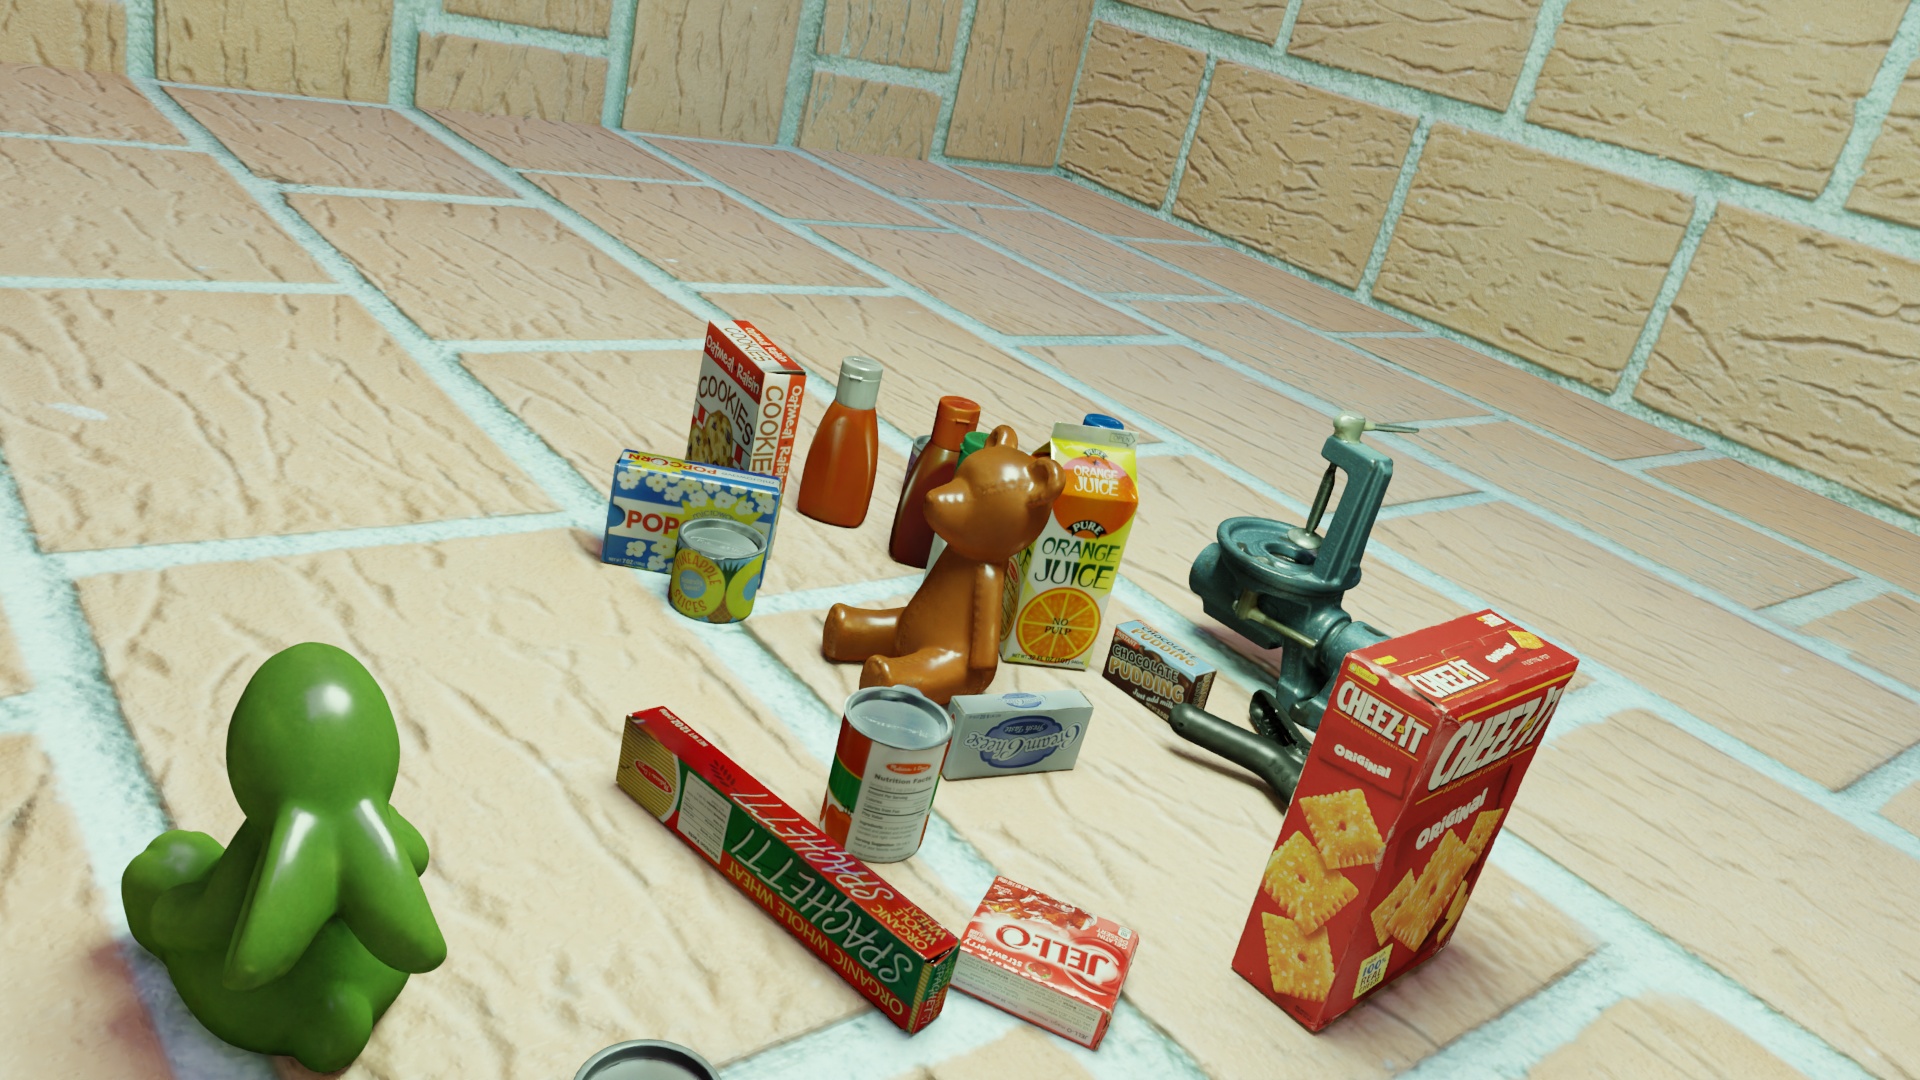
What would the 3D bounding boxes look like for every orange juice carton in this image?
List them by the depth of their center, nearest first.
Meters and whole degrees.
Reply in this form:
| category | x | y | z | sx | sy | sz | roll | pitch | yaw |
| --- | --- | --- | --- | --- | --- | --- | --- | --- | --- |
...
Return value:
| category | x | y | z | sx | sy | sz | roll | pitch | yaw |
| --- | --- | --- | --- | --- | --- | --- | --- | --- | --- |
| orange juice carton | 0.082 | -0.001 | 1.083 | 0.072 | 0.191 | 0.073 | 8 | 24 | -16 |

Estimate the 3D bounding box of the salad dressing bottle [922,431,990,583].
| category | x | y | z | sx | sy | sz | roll | pitch | yaw |
| --- | --- | --- | --- | --- | --- | --- | --- | --- | --- |
| salad dressing bottle | 0.004 | -0.014 | 1.125 | 0.044 | 0.147 | 0.064 | 10 | 23 | -10 |

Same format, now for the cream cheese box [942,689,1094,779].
| category | x | y | z | sx | sy | sz | roll | pitch | yaw |
| --- | --- | --- | --- | --- | --- | --- | --- | --- | --- |
| cream cheese box | 0.036 | 0.130 | 0.937 | 0.104 | 0.053 | 0.024 | 0 | 27 | -30 |

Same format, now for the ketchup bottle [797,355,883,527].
| category | x | y | z | sx | sy | sz | roll | pitch | yaw |
| --- | --- | --- | --- | --- | --- | --- | --- | --- | --- |
| ketchup bottle | -0.101 | -0.088 | 1.230 | 0.065 | 0.148 | 0.044 | 16 | 23 | 5 |

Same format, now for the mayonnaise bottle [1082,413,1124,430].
| category | x | y | z | sx | sy | sz | roll | pitch | yaw |
| --- | --- | --- | --- | --- | --- | --- | --- | --- | --- |
| mayonnaise bottle | 0.109 | -0.039 | 1.242 | 0.065 | 0.147 | 0.041 | 5 | 24 | -21 |

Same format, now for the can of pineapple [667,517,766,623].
| category | x | y | z | sx | sy | sz | roll | pitch | yaw |
| --- | --- | --- | --- | --- | --- | --- | --- | --- | --- |
| can of pineapple | -0.185 | 0.023 | 1.046 | 0.071 | 0.057 | 0.071 | 12 | 23 | -5 |

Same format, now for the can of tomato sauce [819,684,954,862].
| category | x | y | z | sx | sy | sz | roll | pitch | yaw |
| --- | --- | --- | --- | --- | --- | --- | --- | --- | --- |
| can of tomato sauce | -0.046 | 0.139 | 0.833 | 0.071 | 0.082 | 0.071 | 12 | 23 | -5 |

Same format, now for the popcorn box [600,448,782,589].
| category | x | y | z | sx | sy | sz | roll | pitch | yaw |
| --- | --- | --- | --- | --- | --- | --- | --- | --- | --- |
| popcorn box | -0.209 | -0.017 | 1.086 | 0.127 | 0.085 | 0.038 | 10 | 23 | -9 |

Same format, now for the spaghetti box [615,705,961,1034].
| category | x | y | z | sx | sy | sz | roll | pitch | yaw |
| --- | --- | --- | --- | --- | --- | --- | --- | --- | --- |
| spaghetti box | -0.102 | 0.174 | 0.763 | 0.250 | 0.050 | 0.029 | 30 | 27 | 32 |

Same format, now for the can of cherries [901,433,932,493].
| category | x | y | z | sx | sy | sz | roll | pitch | yaw |
| --- | --- | --- | --- | --- | --- | --- | --- | --- | --- |
| can of cherries | -0.019 | -0.063 | 1.335 | 0.071 | 0.058 | 0.072 | 12 | 23 | -5 |

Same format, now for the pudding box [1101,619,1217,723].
| category | x | y | z | sx | sy | sz | roll | pitch | yaw |
| --- | --- | --- | --- | --- | --- | --- | --- | --- | --- |
| pudding box | 0.153 | 0.102 | 1.074 | 0.030 | 0.049 | 0.084 | -9 | 32 | -43 |

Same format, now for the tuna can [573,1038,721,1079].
| category | x | y | z | sx | sy | sz | roll | pitch | yaw |
| --- | --- | --- | --- | --- | --- | --- | --- | --- | --- |
| tuna can | -0.137 | 0.251 | 0.592 | 0.071 | 0.032 | 0.071 | 12 | 23 | -5 |

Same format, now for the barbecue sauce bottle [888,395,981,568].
| category | x | y | z | sx | sy | sz | roll | pitch | yaw |
| --- | --- | --- | --- | --- | --- | --- | --- | --- | --- |
| barbecue sauce bottle | -0.017 | -0.050 | 1.192 | 0.065 | 0.148 | 0.044 | 7 | 24 | -16 |

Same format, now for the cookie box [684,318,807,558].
| category | x | y | z | sx | sy | sz | roll | pitch | yaw |
| --- | --- | --- | --- | --- | --- | --- | --- | --- | --- |
| cookie box | -0.182 | -0.085 | 1.152 | 0.040 | 0.166 | 0.123 | -2 | 28 | -33 |
